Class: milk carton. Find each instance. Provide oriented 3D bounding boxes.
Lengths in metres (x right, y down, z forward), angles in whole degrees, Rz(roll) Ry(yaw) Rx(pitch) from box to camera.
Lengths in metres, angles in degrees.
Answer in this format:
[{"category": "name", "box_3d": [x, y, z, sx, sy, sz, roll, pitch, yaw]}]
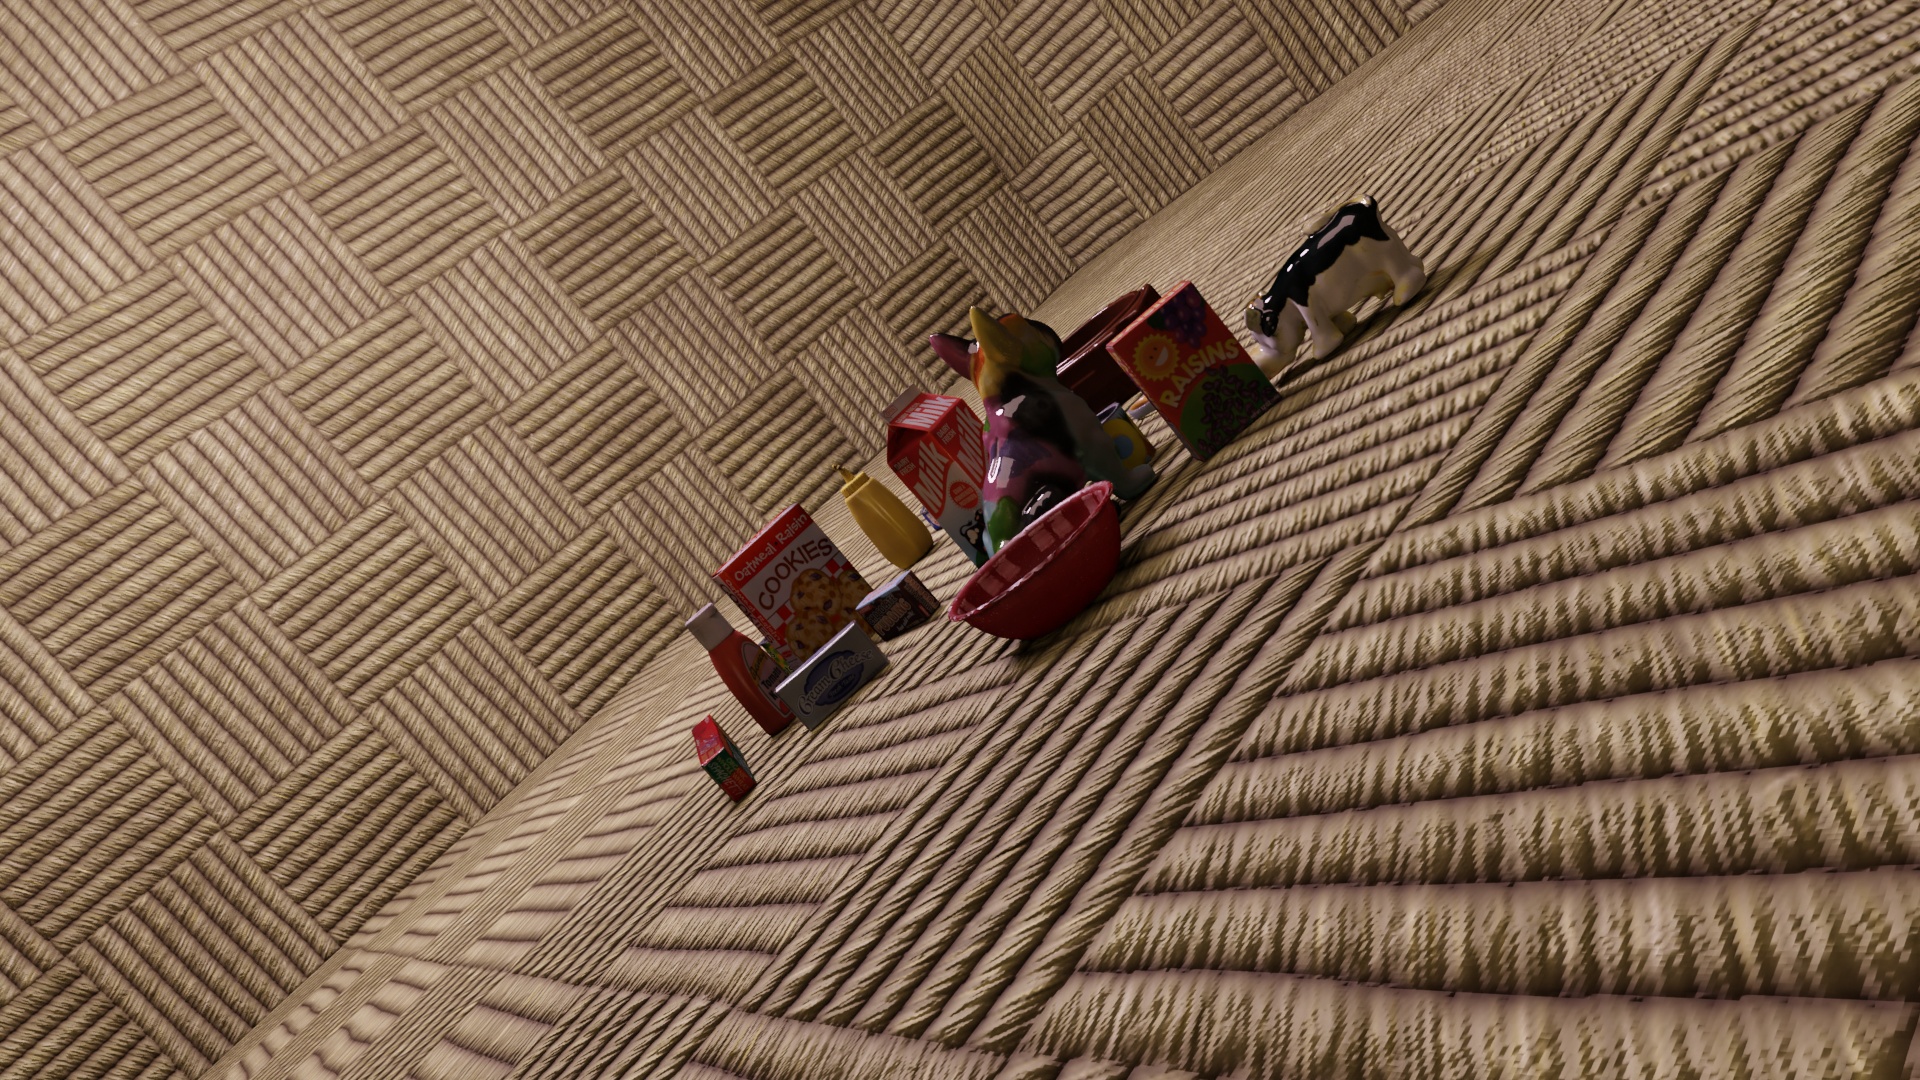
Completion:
[{"category": "milk carton", "box_3d": [-0.001, -0.068, 1.369, 0.073, 0.190, 0.073, -33, 11, 42]}]

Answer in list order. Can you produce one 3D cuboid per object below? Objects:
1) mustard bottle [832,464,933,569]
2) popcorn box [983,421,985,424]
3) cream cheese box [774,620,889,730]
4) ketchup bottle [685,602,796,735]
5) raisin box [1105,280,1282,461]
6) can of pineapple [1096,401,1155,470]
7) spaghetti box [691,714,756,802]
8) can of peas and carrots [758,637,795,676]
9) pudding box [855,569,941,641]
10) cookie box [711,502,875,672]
[{"category": "mustard bottle", "box_3d": [-0.104, -0.038, 1.748, 0.065, 0.160, 0.049, -32, 12, 43]}, {"category": "popcorn box", "box_3d": [0.055, -0.107, 1.675, 0.127, 0.085, 0.038, -44, 9, -21]}, {"category": "cream cheese box", "box_3d": [-0.125, 0.131, 1.349, 0.104, 0.053, 0.024, -41, 8, -4]}, {"category": "ketchup bottle", "box_3d": [-0.228, 0.133, 1.461, 0.043, 0.148, 0.065, -35, 10, 31]}, {"category": "raisin box", "box_3d": [0.191, -0.139, 1.140, 0.086, 0.123, 0.040, -40, 8, 4]}, {"category": "can of pineapple", "box_3d": [0.142, -0.088, 1.304, 0.071, 0.058, 0.071, -39, 9, 7]}, {"category": "spaghetti box", "box_3d": [-0.245, 0.220, 1.423, 0.029, 0.050, 0.250, -42, 9, -10]}, {"category": "can of peas and carrots", "box_3d": [-0.200, 0.126, 1.670, 0.071, 0.058, 0.071, -39, 9, 7]}, {"category": "pudding box", "box_3d": [-0.065, 0.067, 1.426, 0.083, 0.049, 0.030, -30, 13, 49]}, {"category": "cookie box", "box_3d": [-0.172, 0.060, 1.524, 0.123, 0.167, 0.040, -46, 10, -32]}]
